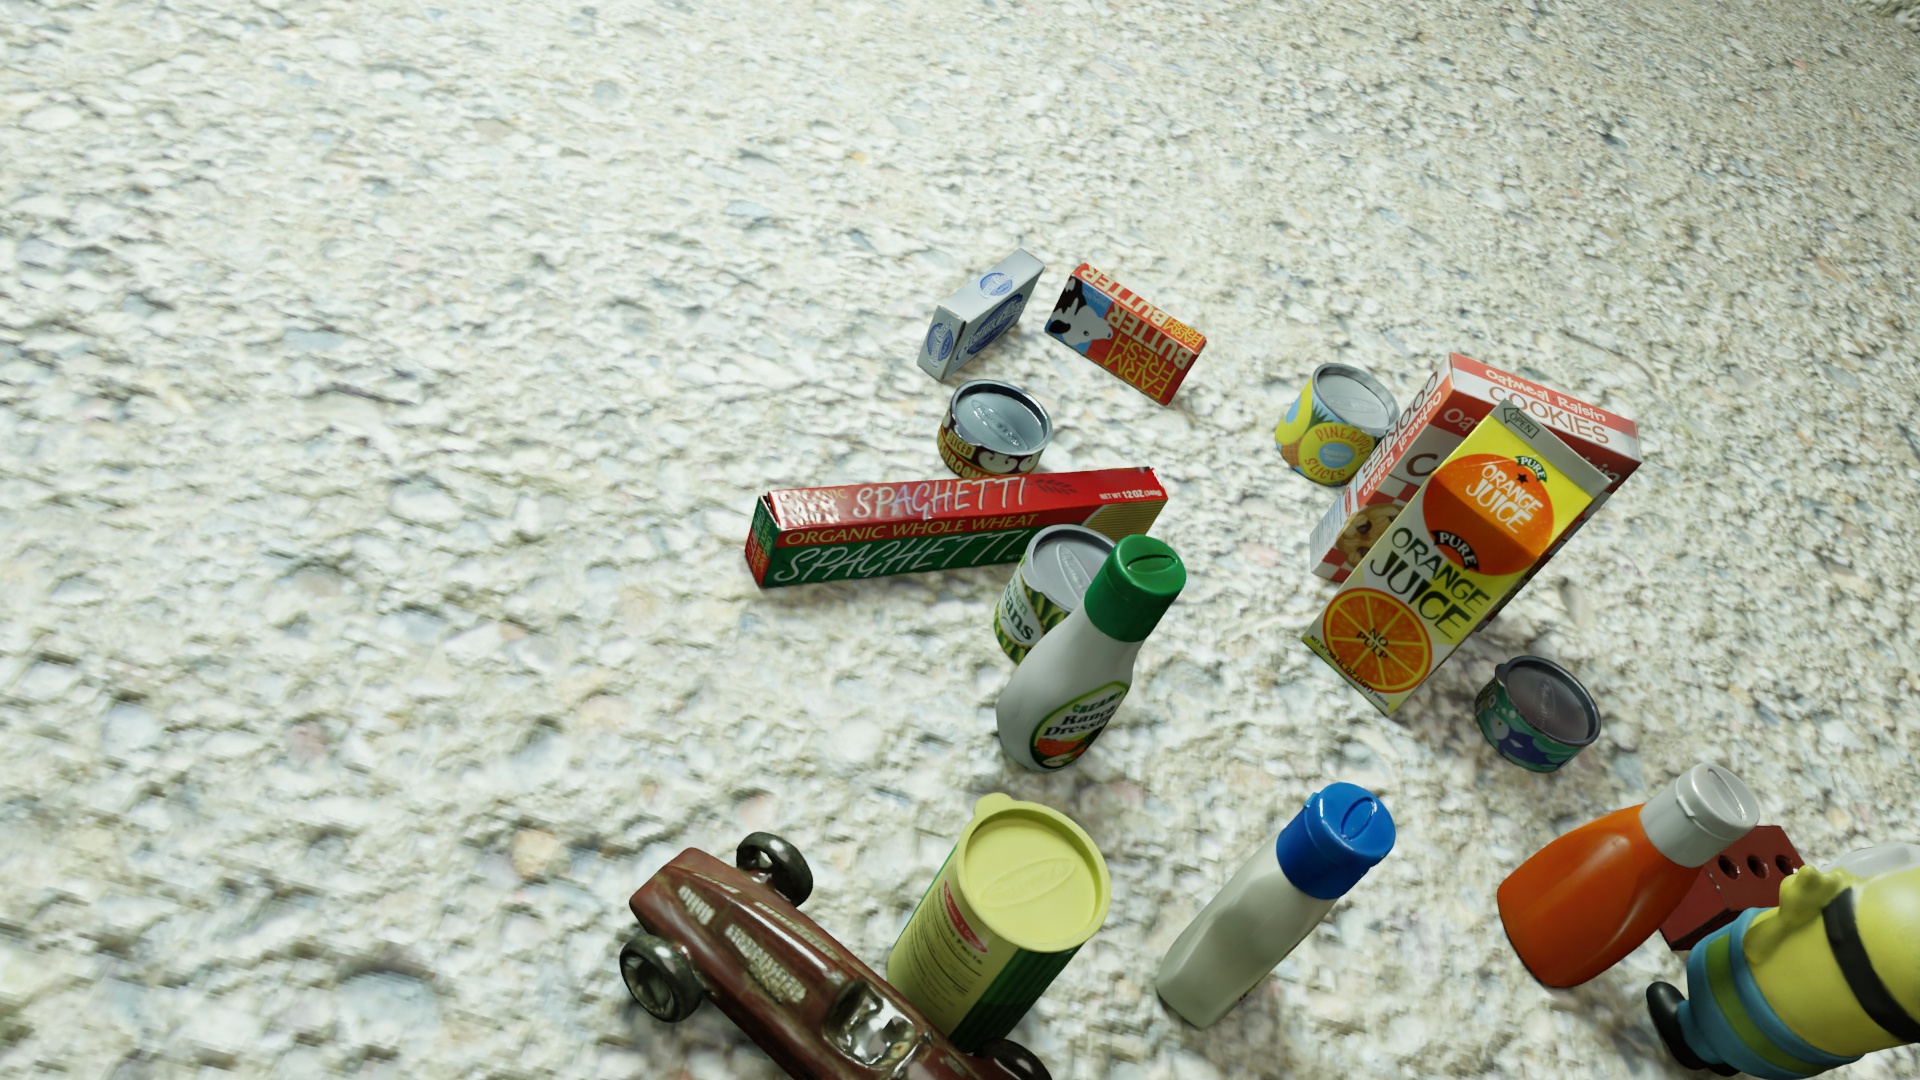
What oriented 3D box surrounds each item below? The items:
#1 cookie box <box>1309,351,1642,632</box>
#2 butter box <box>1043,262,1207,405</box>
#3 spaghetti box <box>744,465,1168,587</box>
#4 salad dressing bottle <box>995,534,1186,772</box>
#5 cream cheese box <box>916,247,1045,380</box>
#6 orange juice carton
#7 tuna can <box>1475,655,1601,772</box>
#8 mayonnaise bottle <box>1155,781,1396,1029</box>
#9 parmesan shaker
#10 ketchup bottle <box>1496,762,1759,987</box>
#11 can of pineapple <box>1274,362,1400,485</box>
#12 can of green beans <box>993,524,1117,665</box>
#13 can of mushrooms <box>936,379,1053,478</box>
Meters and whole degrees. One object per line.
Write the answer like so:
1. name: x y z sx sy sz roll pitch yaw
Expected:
1. cookie box: 0.311 -0.026 0.855 0.123 0.166 0.040 20 44 -6
2. butter box: 0.113 -0.142 0.956 0.103 0.052 0.024 33 45 8
3. spaghetti box: 0.003 -0.010 0.786 0.251 0.049 0.029 -5 52 -28
4. salad dressing bottle: 0.063 0.057 0.681 0.064 0.146 0.044 -8 54 -30
5. cream cheese box: 0.014 -0.150 0.919 0.024 0.053 0.104 36 45 11
6. orange juice carton: 0.283 0.008 0.793 0.072 0.191 0.073 44 47 18
7. tuna can: 0.349 0.105 0.846 0.071 0.032 0.071 13 46 -13
8. mayonnaise bottle: 0.139 0.161 0.618 0.041 0.147 0.065 40 46 14
9. parmesan shaker: 0.013 0.164 0.591 0.071 0.102 0.072 13 46 -13
10. ketchup bottle: 0.334 0.166 0.699 0.043 0.148 0.065 1 49 -23
11. can of pineapple: 0.259 -0.079 0.959 0.071 0.057 0.071 13 46 -13
12. can of green beans: 0.058 0.034 0.764 0.071 0.057 0.071 13 46 -13
13. can of mushrooms: 0.019 -0.065 0.856 0.071 0.033 0.071 13 46 -13
